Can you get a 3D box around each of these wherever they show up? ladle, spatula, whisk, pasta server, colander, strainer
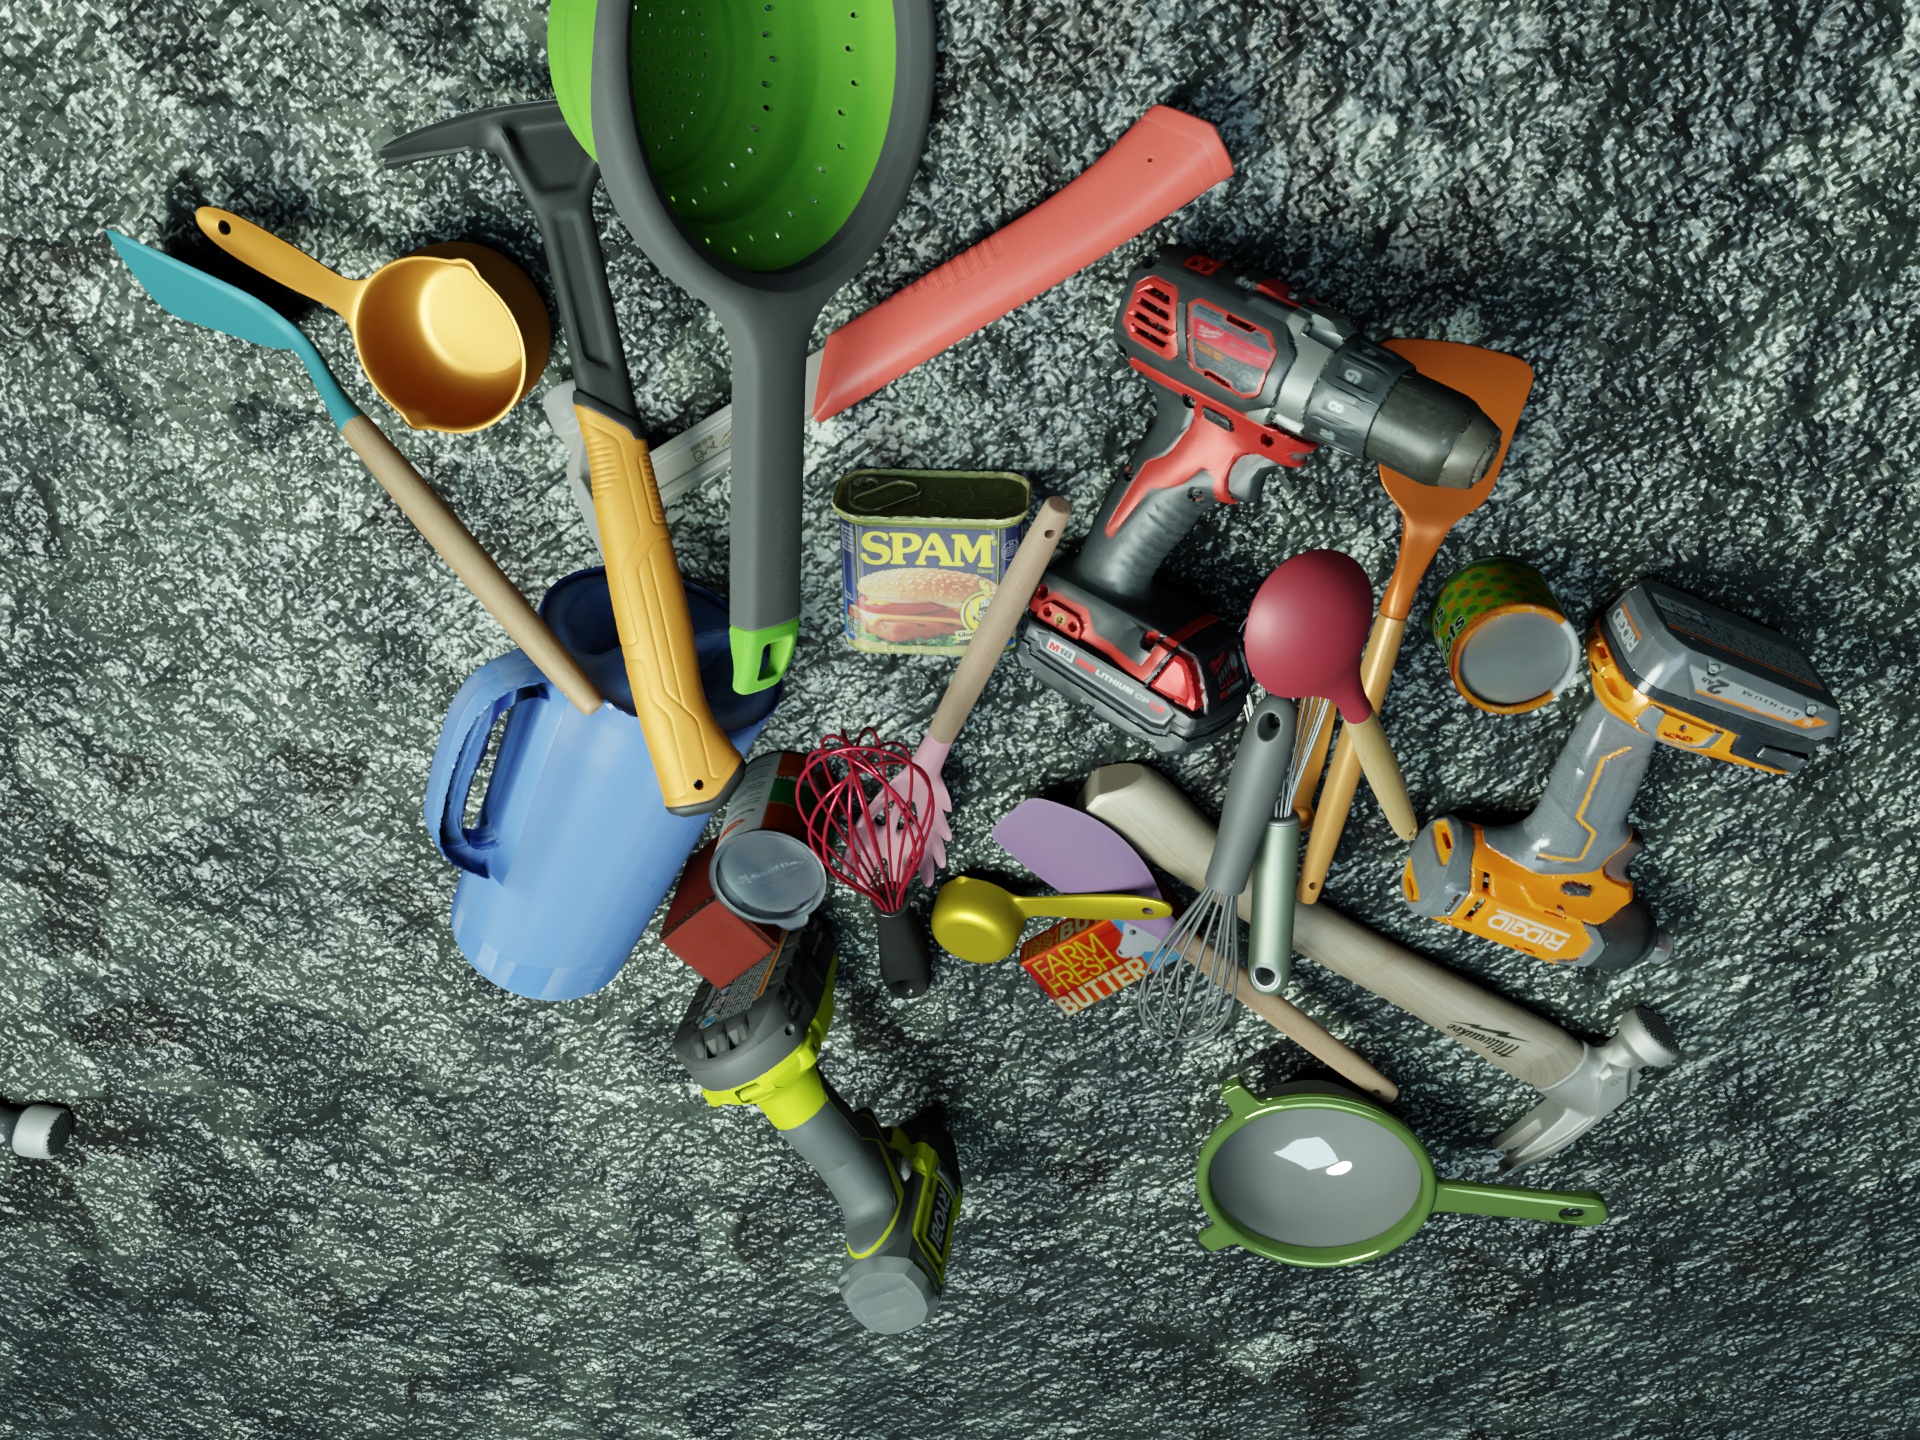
[{"bbox_3d":[0.204,0.006,0.807,0.069,0.031,0.315,-44,147,0],"label":"ladle"},{"bbox_3d":[0.224,-0.039,0.853,0.081,0.041,0.322,8,119,-3],"label":"spatula"},{"bbox_3d":[0.178,0.046,0.889,0.058,0.059,0.246,9,114,24],"label":"whisk"},{"bbox_3d":[0.144,0.087,0.879,0.055,0.055,0.238,10,120,-3],"label":"whisk"},{"bbox_3d":[-0.042,0.092,0.901,0.073,0.073,0.295,-1,147,4],"label":"whisk"},{"bbox_3d":[-0.287,-0.118,0.773,0.044,0.082,0.317,-40,86,-15],"label":"spatula"},{"bbox_3d":[0.152,0.144,0.959,0.315,0.018,0.059,38,126,-16],"label":"spatula"},{"bbox_3d":[-0.001,-0.003,0.851,0.060,0.040,0.316,10,141,-15],"label":"pasta server"},{"bbox_3d":[-0.111,-0.208,0.707,0.094,0.204,0.397,18,116,31],"label":"colander"},{"bbox_3d":[0.282,0.285,1.033,0.256,0.069,0.151,5,121,5],"label":"strainer"}]

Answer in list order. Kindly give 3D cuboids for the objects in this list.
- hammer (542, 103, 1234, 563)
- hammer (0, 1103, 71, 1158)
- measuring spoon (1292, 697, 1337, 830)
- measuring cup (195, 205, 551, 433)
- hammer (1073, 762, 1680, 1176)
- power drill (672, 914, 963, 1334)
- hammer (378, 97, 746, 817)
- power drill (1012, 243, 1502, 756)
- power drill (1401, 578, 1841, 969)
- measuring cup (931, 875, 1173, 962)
[{"bbox_3d":[-0.031,-0.176,0.771,0.359,0.036,0.149,-27,85,14],"label":"hammer"},{"bbox_3d":[-0.676,0.122,1.020,0.149,0.036,0.408,10,121,-1],"label":"hammer"},{"bbox_3d":[0.201,0.012,0.915,0.021,0.011,0.116,4,118,1],"label":"measuring spoon"},{"bbox_3d":[-0.285,-0.212,0.785,0.173,0.052,0.095,28,120,-4],"label":"measuring cup"},{"bbox_3d":[0.240,0.150,0.980,0.410,0.038,0.146,30,120,-14],"label":"hammer"},{"bbox_3d":[-0.074,0.241,0.988,0.080,0.171,0.223,-25,108,17],"label":"power drill"},{"bbox_3d":[-0.168,-0.117,0.747,0.127,0.034,0.337,-14,97,-15],"label":"hammer"},{"bbox_3d":[0.136,-0.095,0.775,0.188,0.080,0.226,32,122,20],"label":"power drill"},{"bbox_3d":[0.374,0.048,0.885,0.164,0.084,0.226,21,125,-10],"label":"power drill"},{"bbox_3d":[0.051,0.121,0.946,0.156,0.029,0.062,-5,133,31],"label":"measuring cup"}]
